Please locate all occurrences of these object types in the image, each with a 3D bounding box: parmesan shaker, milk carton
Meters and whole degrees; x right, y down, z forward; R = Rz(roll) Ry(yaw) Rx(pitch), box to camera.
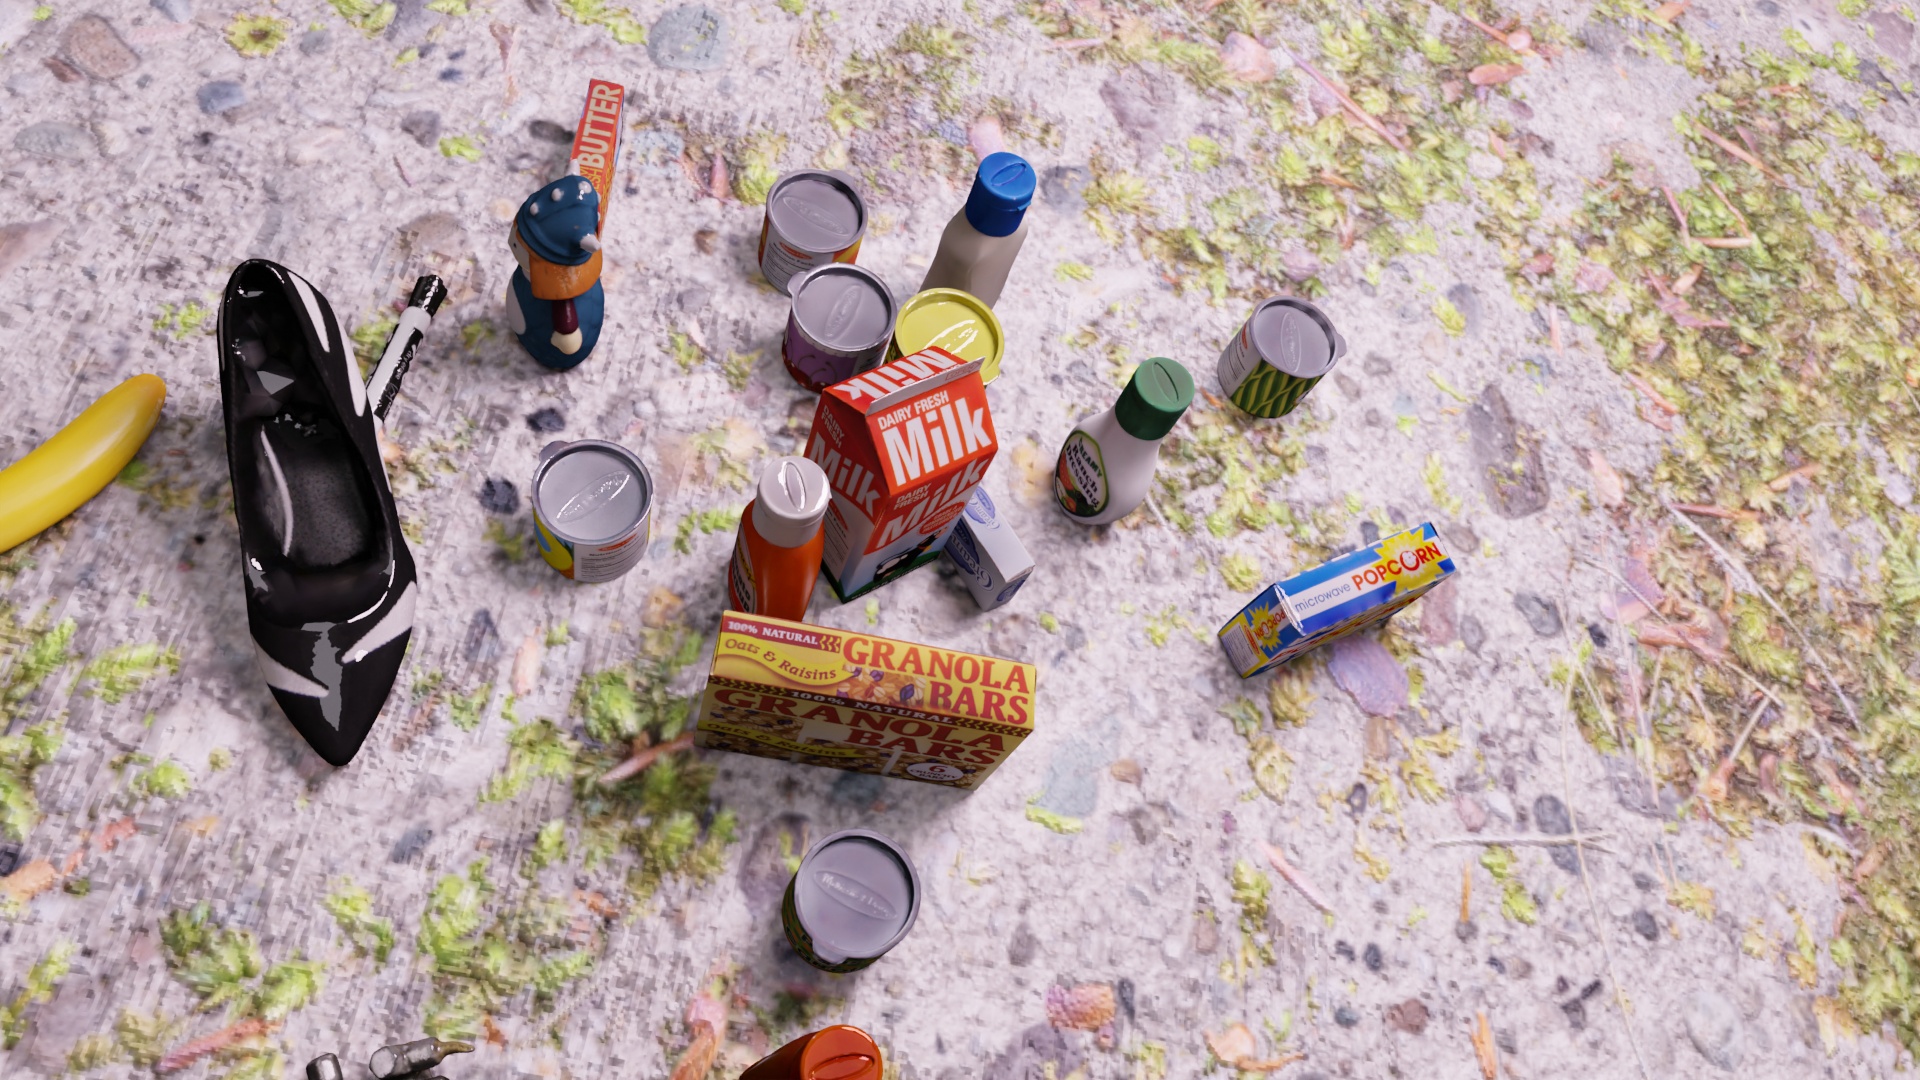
[{"bbox_3d":[-0.016,-0.098,0.862,0.071,0.102,0.071,6,64,-12],"label":"parmesan shaker"},{"bbox_3d":[-0.038,-0.042,0.779,0.072,0.189,0.073,-26,74,-24],"label":"milk carton"}]

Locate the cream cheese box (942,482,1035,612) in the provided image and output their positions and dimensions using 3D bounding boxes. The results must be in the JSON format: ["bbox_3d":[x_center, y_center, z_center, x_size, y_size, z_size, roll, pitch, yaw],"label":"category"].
[{"bbox_3d":[0.003,-0.011,0.853,0.024,0.053,0.104,-27,74,-24],"label":"cream cheese box"}]

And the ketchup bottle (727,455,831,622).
[{"bbox_3d":[-0.100,0.003,0.765,0.043,0.148,0.065,-9,68,-19],"label":"ketchup bottle"}]

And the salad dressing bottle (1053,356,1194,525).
[{"bbox_3d":[0.099,-0.060,0.848,0.044,0.147,0.064,-17,71,-21],"label":"salad dressing bottle"}]

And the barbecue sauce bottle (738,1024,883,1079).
[{"bbox_3d":[-0.067,0.255,0.653,0.065,0.148,0.044,-6,67,-17],"label":"barbecue sauce bottle"}]

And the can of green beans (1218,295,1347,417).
[{"bbox_3d":[0.220,-0.127,0.964,0.071,0.057,0.071,6,64,-12],"label":"can of green beans"}]

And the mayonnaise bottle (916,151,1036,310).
[{"bbox_3d":[0.011,-0.187,0.886,0.065,0.147,0.041,-37,79,-26],"label":"mayonnaise bottle"}]

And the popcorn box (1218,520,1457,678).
[{"bbox_3d":[0.236,0.038,0.873,0.127,0.085,0.038,-19,72,-22],"label":"popcorn box"}]

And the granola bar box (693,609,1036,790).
[{"bbox_3d":[-0.055,0.089,0.749,0.166,0.123,0.039,11,63,-10],"label":"granola bar box"}]

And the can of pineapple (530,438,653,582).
[{"bbox_3d":[-0.212,-0.018,0.797,0.071,0.057,0.071,6,64,-12],"label":"can of pineapple"}]

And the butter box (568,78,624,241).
[{"bbox_3d":[-0.238,-0.242,0.900,0.024,0.053,0.104,9,63,-11],"label":"butter box"}]

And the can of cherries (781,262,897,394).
[{"bbox_3d":[-0.081,-0.135,0.888,0.071,0.058,0.072,6,64,-12],"label":"can of cherries"}]

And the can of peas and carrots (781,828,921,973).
[{"bbox_3d":[-0.060,0.194,0.735,0.071,0.058,0.071,6,64,-12],"label":"can of peas and carrots"}]

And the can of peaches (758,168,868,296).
[{"bbox_3d":[-0.097,-0.202,0.916,0.071,0.057,0.071,6,64,-12],"label":"can of peaches"}]
